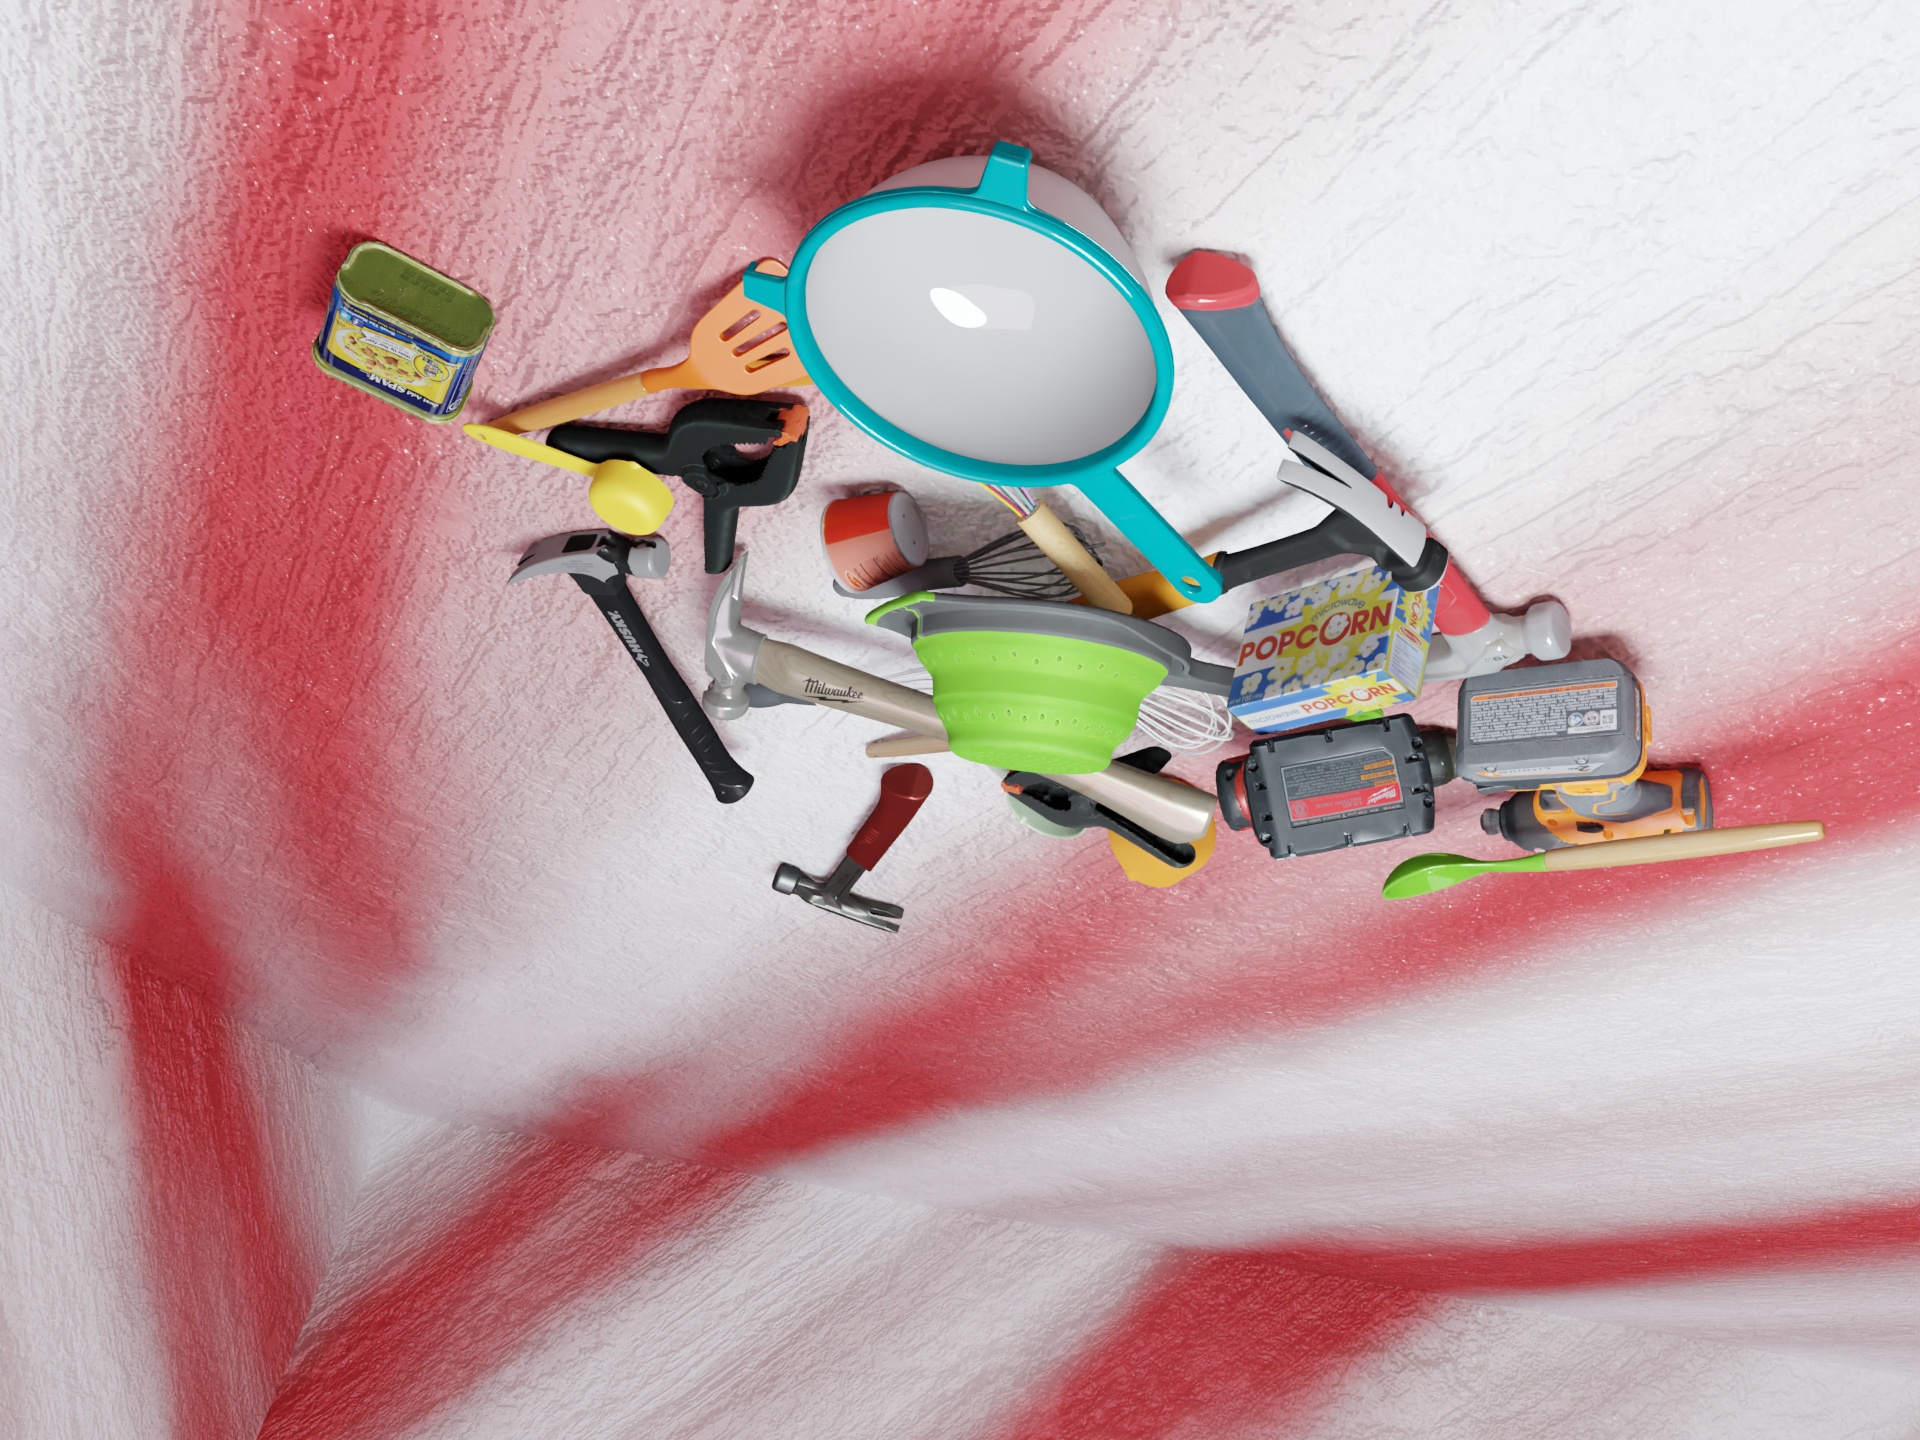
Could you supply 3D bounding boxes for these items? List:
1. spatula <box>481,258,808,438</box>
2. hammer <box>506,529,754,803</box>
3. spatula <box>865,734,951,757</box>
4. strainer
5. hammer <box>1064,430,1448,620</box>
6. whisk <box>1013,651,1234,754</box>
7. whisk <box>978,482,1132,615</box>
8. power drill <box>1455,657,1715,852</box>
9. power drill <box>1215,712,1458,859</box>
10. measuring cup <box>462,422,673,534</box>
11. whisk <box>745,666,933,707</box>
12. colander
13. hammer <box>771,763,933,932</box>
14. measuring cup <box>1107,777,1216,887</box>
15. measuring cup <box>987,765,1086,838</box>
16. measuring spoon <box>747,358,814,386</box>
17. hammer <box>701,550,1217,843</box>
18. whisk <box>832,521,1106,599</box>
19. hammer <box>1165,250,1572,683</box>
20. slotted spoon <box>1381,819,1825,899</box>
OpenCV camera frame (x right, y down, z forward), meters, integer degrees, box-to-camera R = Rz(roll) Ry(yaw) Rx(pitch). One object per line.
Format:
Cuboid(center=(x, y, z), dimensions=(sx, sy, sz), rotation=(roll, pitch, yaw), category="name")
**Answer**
Cuboid(center=(-0.215, -0.224, 1.048), dimensions=(0.323, 0.041, 0.080), rotation=(-4, 138, 40), category="spatula")
Cuboid(center=(-0.258, -0.035, 1.357), dimensions=(0.146, 0.035, 0.334), rotation=(3, 143, 22), category="hammer")
Cuboid(center=(0.021, 0.015, 1.320), dimensions=(0.059, 0.018, 0.316), rotation=(32, 155, -33), category="spatula")
Cuboid(center=(0.058, -0.194, 0.891), dimensions=(0.211, 0.095, 0.340), rotation=(-10, 142, 41), category="strainer")
Cuboid(center=(0.149, -0.095, 1.042), dimensions=(0.127, 0.034, 0.337), rotation=(33, 156, -23), category="hammer")
Cuboid(center=(0.097, -0.036, 1.214), dimensions=(0.246, 0.059, 0.057), rotation=(23, 111, -6), category="whisk")
Cuboid(center=(0.026, -0.146, 1.008), dimensions=(0.244, 0.047, 0.051), rotation=(45, 150, -24), category="whisk")
Cuboid(center=(0.430, 0.040, 1.136), dimensions=(0.164, 0.084, 0.226), rotation=(-7, 153, 34), category="power drill")
Cuboid(center=(0.279, 0.040, 1.126), dimensions=(0.188, 0.080, 0.226), rotation=(-11, 178, 6), category="power drill")
Cuboid(center=(-0.278, -0.169, 1.107), dimensions=(0.156, 0.029, 0.062), rotation=(20, 155, 0), category="measuring cup")
Cuboid(center=(-0.083, -0.022, 1.316), dimensions=(0.285, 0.070, 0.070), rotation=(3, 150, 31), category="whisk")
Cuboid(center=(0.125, -0.003, 1.112), dimensions=(0.397, 0.094, 0.204), rotation=(10, 171, -22), category="colander")
Cuboid(center=(-0.084, 0.130, 1.599), dimensions=(0.149, 0.037, 0.359), rotation=(20, 151, -10), category="hammer")
Cuboid(center=(0.145, 0.065, 1.346), dimensions=(0.173, 0.095, 0.052), rotation=(43, 140, -10), category="measuring cup")
Cuboid(center=(0.049, 0.036, 1.380), dimensions=(0.167, 0.038, 0.083), rotation=(42, 142, -13), category="measuring cup")
Cuboid(center=(-0.106, -0.224, 1.013), dimensions=(0.117, 0.011, 0.021), rotation=(5, 138, 25), category="measuring spoon")
Cuboid(center=(-0.002, -0.004, 1.210), dimensions=(0.410, 0.038, 0.146), rotation=(19, 130, 7), category="hammer")
Cuboid(center=(0.000, -0.108, 1.133), dimensions=(0.239, 0.055, 0.055), rotation=(-3, 147, 38), category="whisk")
Cuboid(center=(0.228, -0.138, 0.972), dimensions=(0.143, 0.038, 0.385), rotation=(-11, 142, 41), category="hammer")
Cuboid(center=(0.447, 0.097, 1.138), dimensions=(0.314, 0.031, 0.070), rotation=(-13, 161, 41), category="slotted spoon")
